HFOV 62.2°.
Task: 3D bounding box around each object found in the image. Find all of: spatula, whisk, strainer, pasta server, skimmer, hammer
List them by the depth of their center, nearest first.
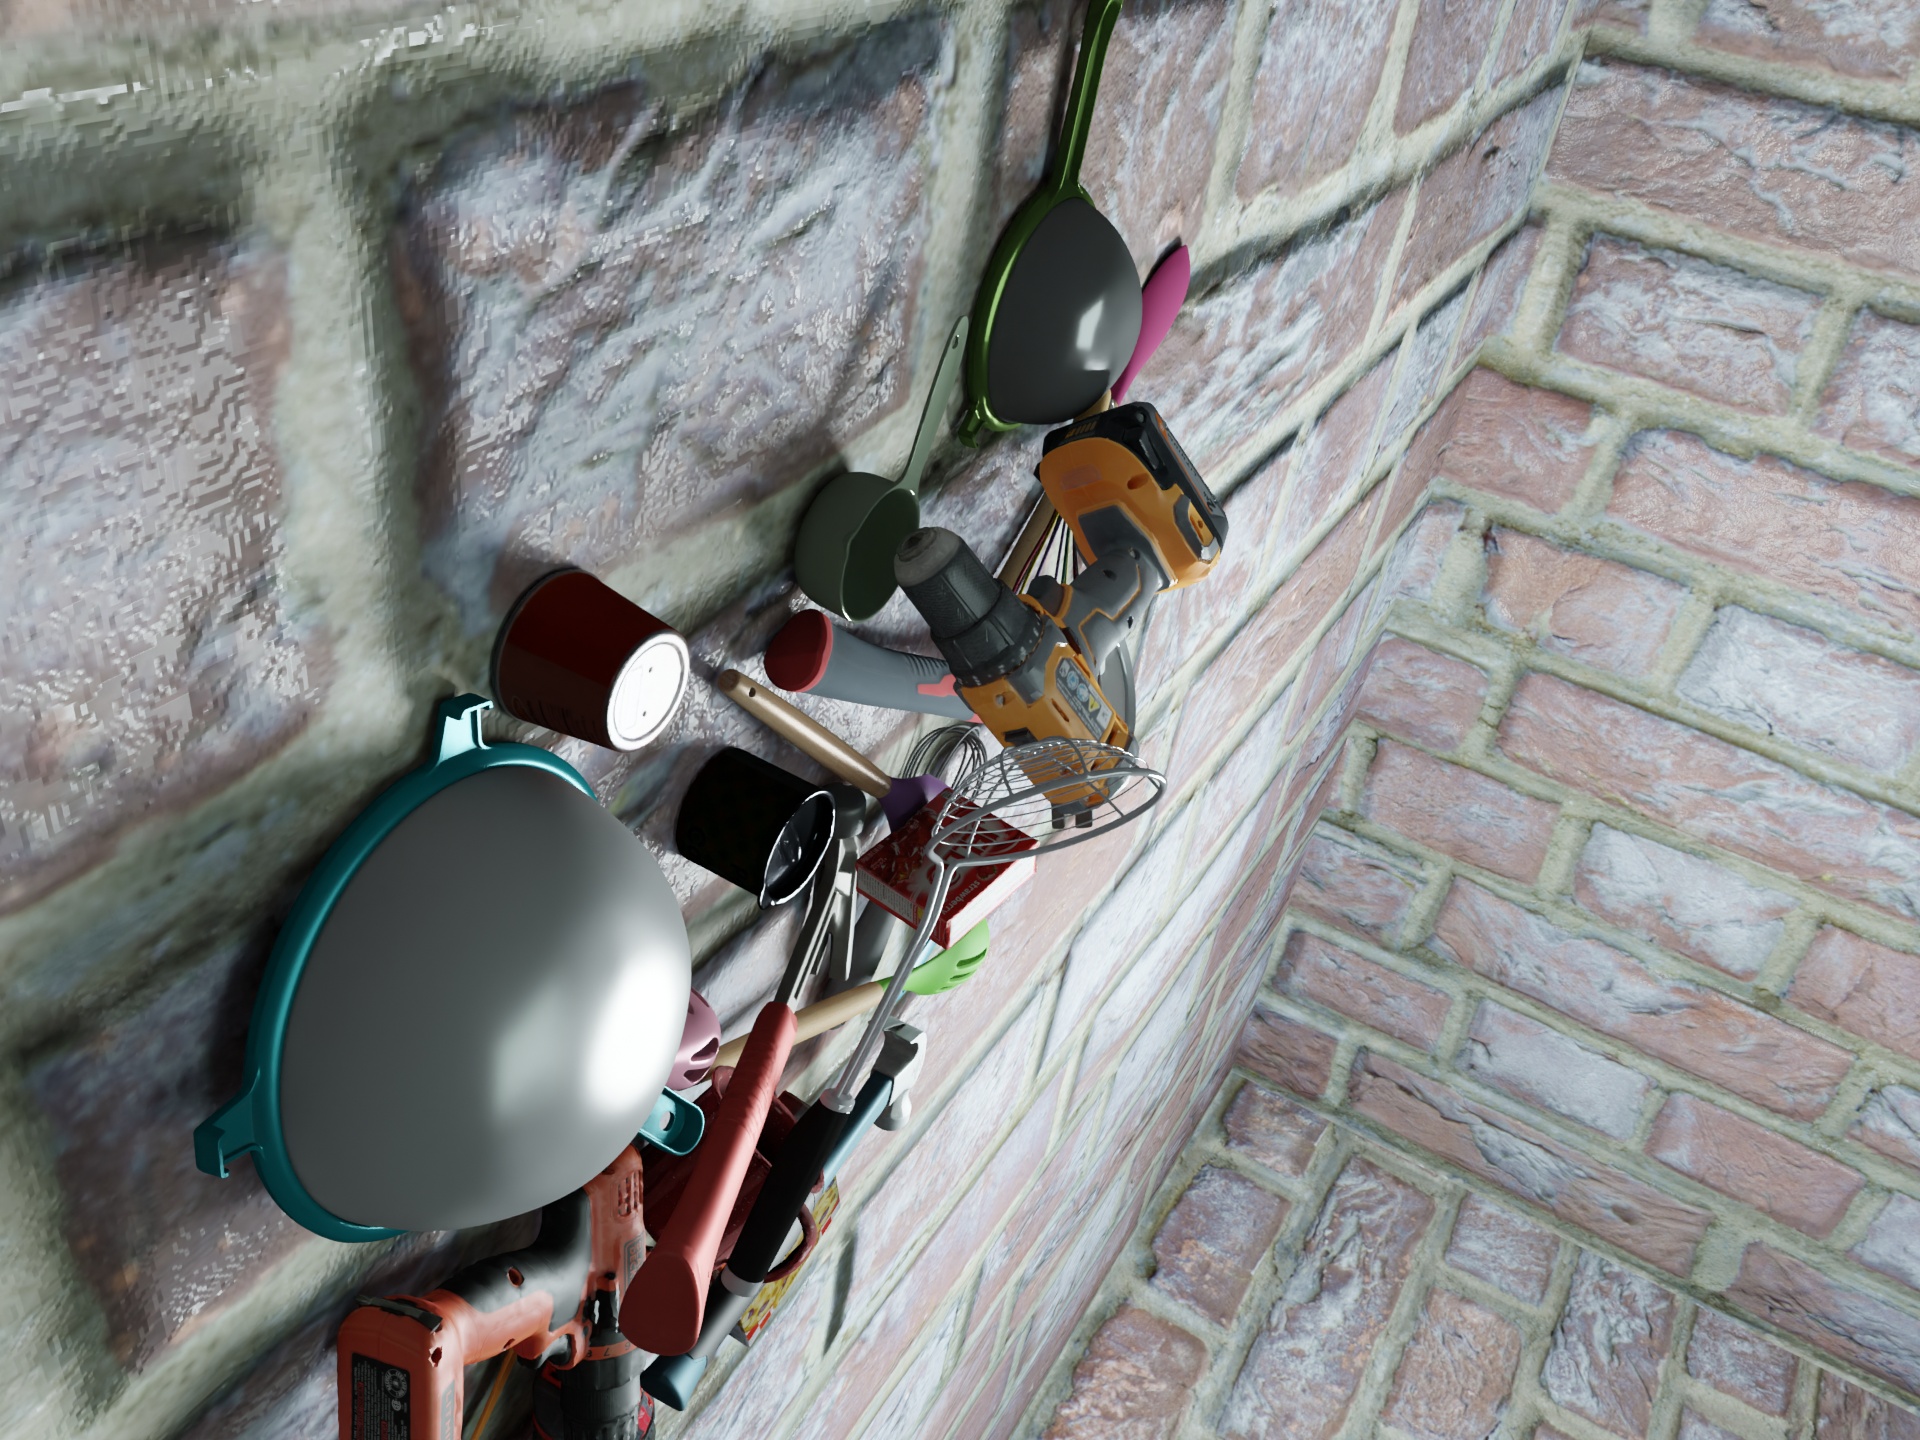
[{"bbox_3d":[-0.157,0.150,0.697,0.211,0.095,0.340,-66,155,-21],"label":"strainer"},{"bbox_3d":[-0.202,0.166,0.772,0.060,0.040,0.316,-67,156,2],"label":"pasta server"},{"bbox_3d":[-0.018,0.164,0.833,0.127,0.090,0.363,16,104,-58],"label":"skimmer"},{"bbox_3d":[-0.106,0.187,0.854,0.359,0.037,0.149,-73,172,-58],"label":"hammer"},{"bbox_3d":[0.077,-0.277,0.908,0.151,0.069,0.256,-40,150,-50],"label":"strainer"},{"bbox_3d":[-0.058,0.033,0.917,0.060,0.018,0.315,-67,153,-11],"label":"spatula"},{"bbox_3d":[-0.002,-0.003,0.984,0.386,0.038,0.143,7,79,-64],"label":"hammer"},{"bbox_3d":[0.066,-0.121,1.027,0.051,0.047,0.245,-44,-154,57],"label":"whisk"},{"bbox_3d":[-0.103,0.310,1.028,0.331,0.033,0.128,-47,155,-53],"label":"hammer"},{"bbox_3d":[-0.043,0.108,1.080,0.239,0.055,0.055,-65,161,11],"label":"whisk"},{"bbox_3d":[0.100,-0.091,1.091,0.087,0.050,0.258,4,87,-69],"label":"strainer"}]

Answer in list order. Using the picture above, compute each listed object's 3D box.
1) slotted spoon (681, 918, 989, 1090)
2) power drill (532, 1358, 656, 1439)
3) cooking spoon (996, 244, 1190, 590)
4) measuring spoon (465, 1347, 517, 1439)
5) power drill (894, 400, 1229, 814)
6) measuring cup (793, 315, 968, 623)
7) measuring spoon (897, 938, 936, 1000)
[{"bbox_3d":[-0.073,0.188,1.049,0.313,0.031,0.070,-14,143,-52],"label":"slotted spoon"},{"bbox_3d":[-0.253,0.481,0.929,0.227,0.080,0.187,-58,165,-31],"label":"power drill"},{"bbox_3d":[0.093,-0.201,1.110,0.319,0.017,0.068,-61,158,-16],"label":"cooking spoon"},{"bbox_3d":[-0.256,0.359,0.878,0.021,0.011,0.117,87,27,-82],"label":"measuring spoon"},{"bbox_3d":[0.058,-0.086,0.905,0.185,0.084,0.226,50,49,-28],"label":"power drill"},{"bbox_3d":[-0.040,-0.134,0.824,0.167,0.038,0.083,-69,160,4],"label":"measuring cup"},{"bbox_3d":[-0.014,0.179,1.265,0.129,0.021,0.042,-53,156,-35],"label":"measuring spoon"}]
